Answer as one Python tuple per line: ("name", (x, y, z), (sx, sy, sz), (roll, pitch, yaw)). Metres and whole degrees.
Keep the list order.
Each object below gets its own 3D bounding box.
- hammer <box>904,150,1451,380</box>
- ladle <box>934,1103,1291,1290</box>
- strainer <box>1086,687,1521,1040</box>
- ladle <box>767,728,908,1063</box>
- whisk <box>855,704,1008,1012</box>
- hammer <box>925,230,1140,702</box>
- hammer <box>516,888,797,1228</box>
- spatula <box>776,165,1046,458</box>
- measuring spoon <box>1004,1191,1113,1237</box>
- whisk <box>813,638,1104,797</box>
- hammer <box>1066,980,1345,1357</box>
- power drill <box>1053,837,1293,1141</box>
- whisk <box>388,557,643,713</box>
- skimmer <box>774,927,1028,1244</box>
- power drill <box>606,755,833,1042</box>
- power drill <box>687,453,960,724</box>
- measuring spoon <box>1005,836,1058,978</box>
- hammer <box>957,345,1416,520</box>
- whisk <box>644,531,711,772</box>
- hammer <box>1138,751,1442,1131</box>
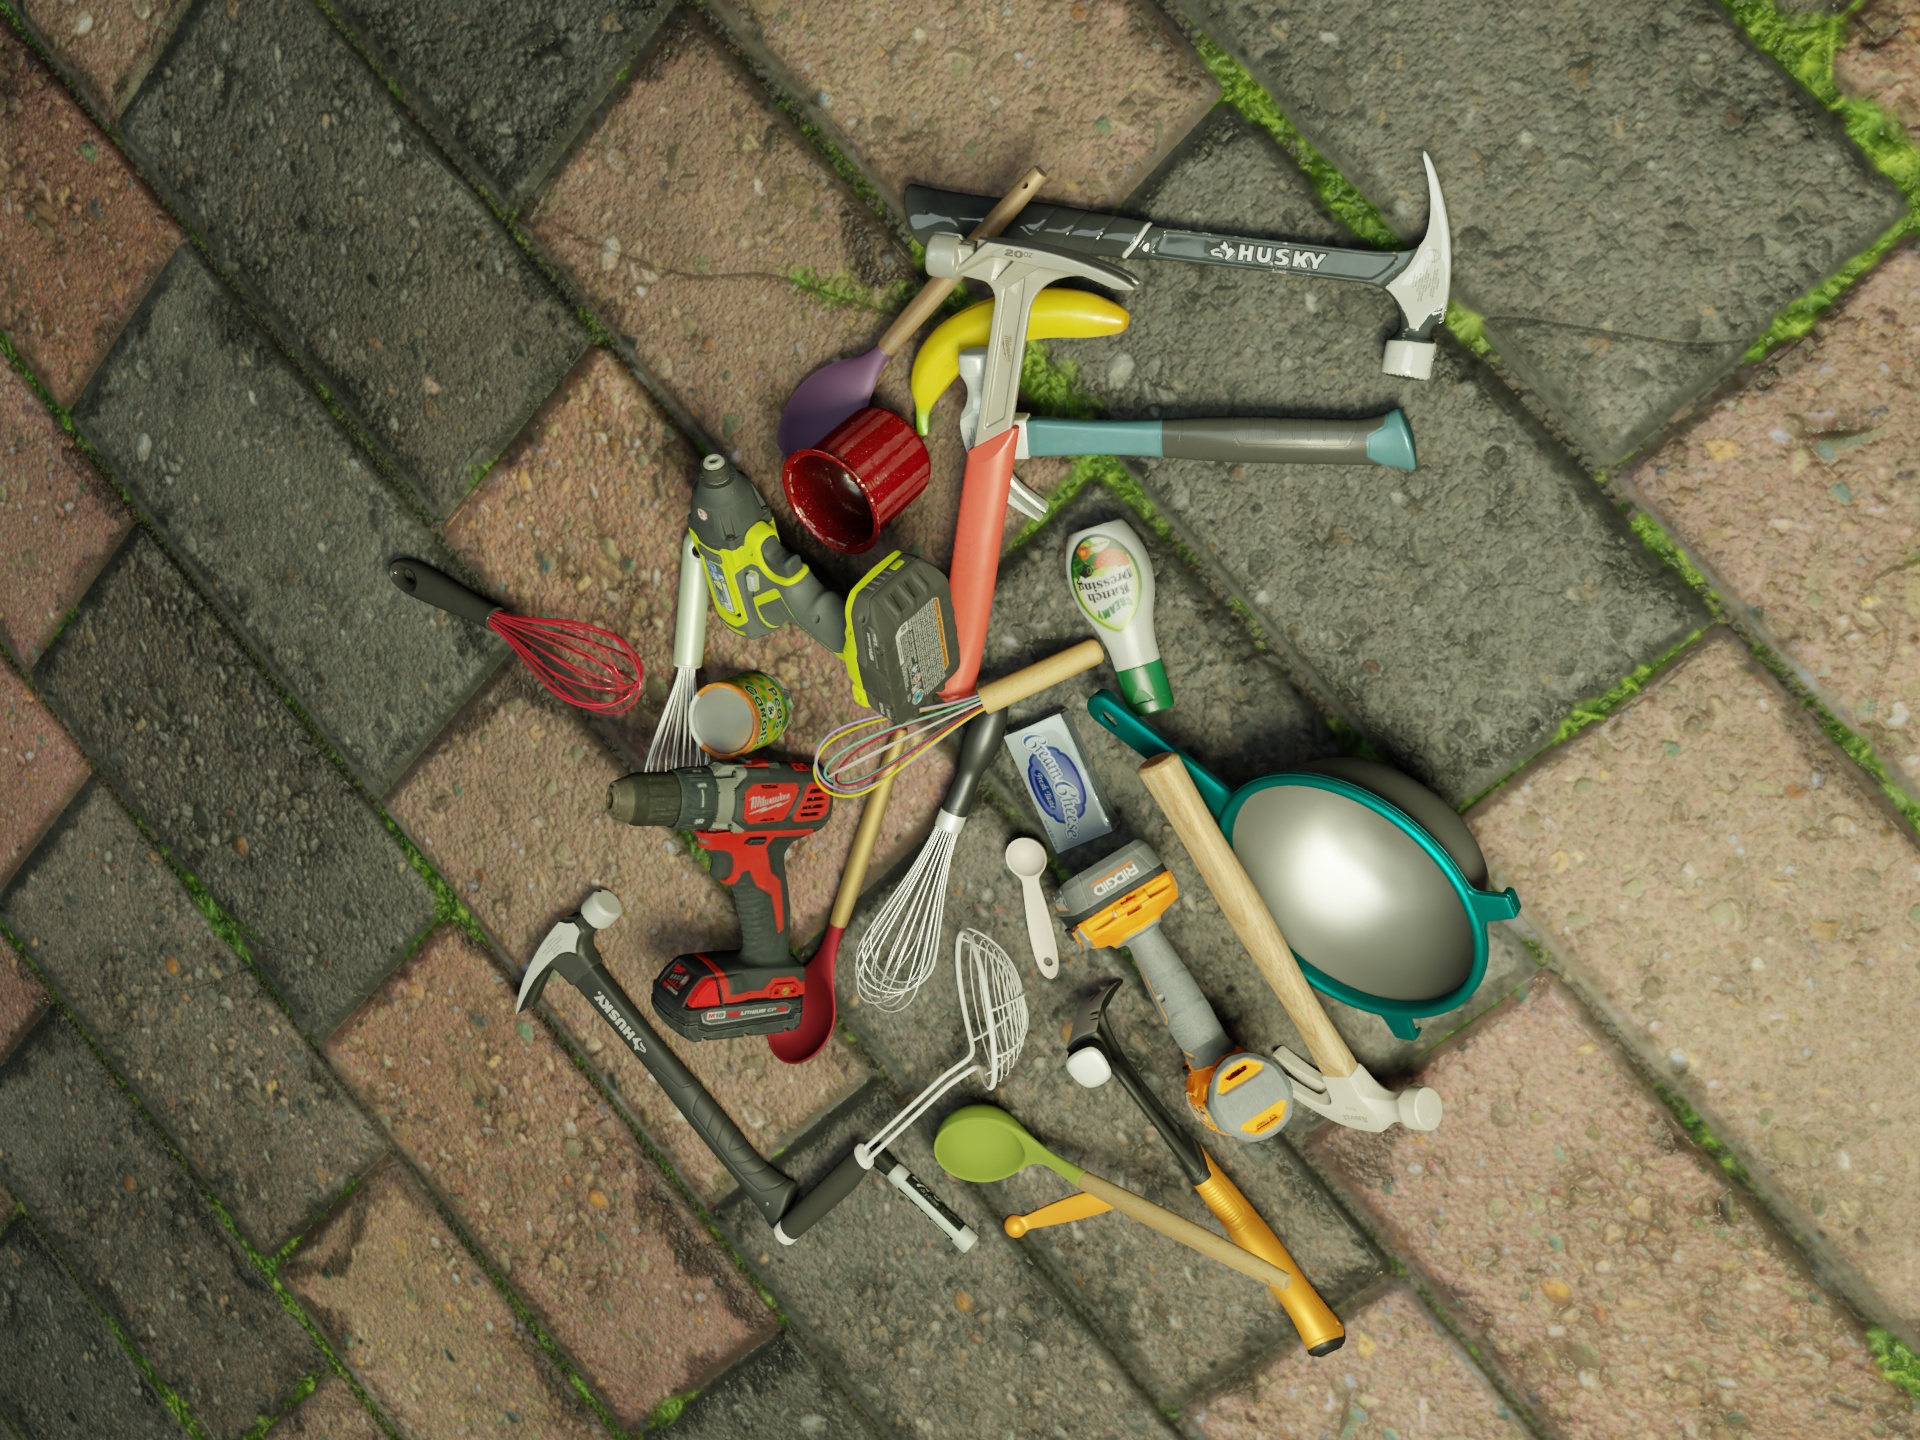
("hammer", (0.148, -0.350, 1.148), (0.409, 0.036, 0.149), (13, 104, 18))
("ladle", (0.110, 0.378, 1.242), (0.320, 0.062, 0.078), (16, 135, 40))
("strainer", (0.247, 0.065, 1.155), (0.340, 0.095, 0.210), (39, 145, 19))
("ladle", (-0.098, 0.149, 1.346), (0.069, 0.031, 0.315), (28, 108, 31))
("whisk", (-0.019, 0.110, 1.294), (0.070, 0.070, 0.284), (25, 104, 15))
("hammer", (0.028, -0.172, 1.180), (0.149, 0.037, 0.358), (14, 120, 10))
("hammer", (-0.267, 0.322, 1.441), (0.146, 0.035, 0.335), (-43, 84, 22))
("spatula", (-0.044, -0.305, 1.219), (0.316, 0.018, 0.060), (-41, 83, 32))
("measuring spoon", (0.086, 0.414, 1.335), (0.117, 0.011, 0.021), (-24, 91, 23))
("whisk", (-0.001, -0.002, 1.237), (0.245, 0.047, 0.051), (-24, 133, 3))
("hammer", (0.197, 0.360, 1.249), (0.034, 0.127, 0.337), (-34, 97, 20))
("power drill", (0.160, 0.209, 1.203), (0.084, 0.164, 0.226), (-30, 81, -6))
("whisk", (-0.394, -0.082, 1.400), (0.296, 0.073, 0.073), (25, 108, 22))
("skimmer", (-0.066, 0.319, 1.319), (0.090, 0.127, 0.363), (27, 117, -33))
("power drill", (-0.202, 0.141, 1.298), (0.080, 0.187, 0.226), (21, 107, 56))
("power drill", (-0.113, -0.103, 1.215), (0.223, 0.080, 0.171), (30, 149, 28))
("measuring spoon", (0.064, 0.151, 1.294), (0.034, 0.018, 0.124), (-6, 105, 22))
("hammer", (0.162, -0.207, 1.159), (0.331, 0.033, 0.128), (4, 120, 16))
("whisk", (-0.233, -0.040, 1.353), (0.057, 0.059, 0.246), (4, 100, -17))
("hammer", (0.223, 0.166, 1.166), (0.130, 0.031, 0.331), (-16, 109, 54))
